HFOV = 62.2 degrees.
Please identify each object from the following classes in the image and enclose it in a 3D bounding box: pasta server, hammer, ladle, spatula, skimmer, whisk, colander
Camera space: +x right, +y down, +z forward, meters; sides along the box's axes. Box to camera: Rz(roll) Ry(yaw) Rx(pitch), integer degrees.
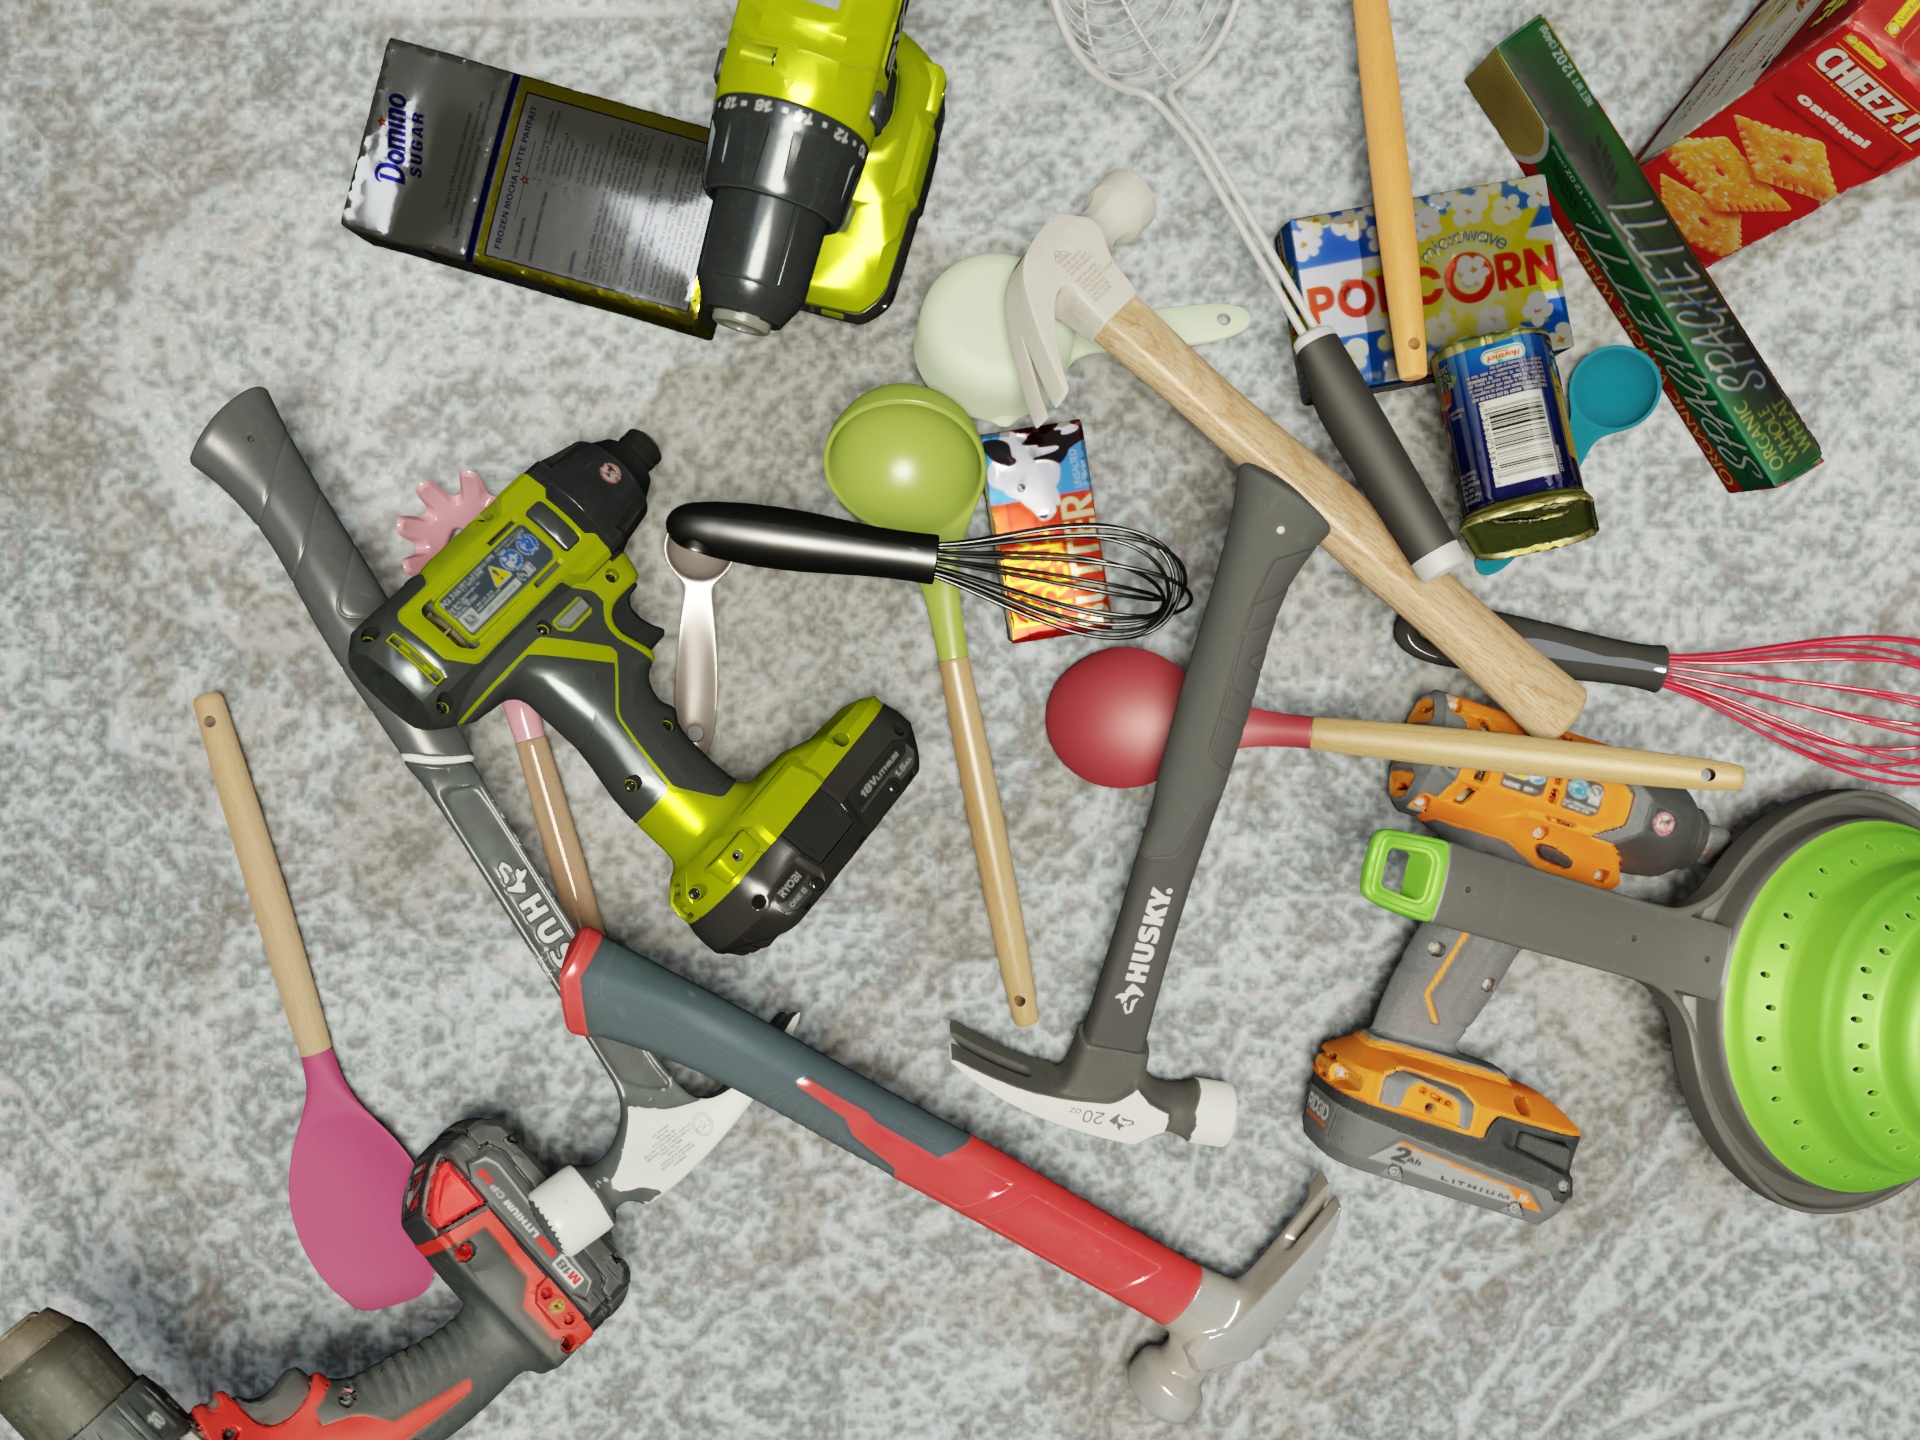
[{"bbox_3d":[-0.204,0.036,0.776,0.060,0.040,0.316,-15,94,-5],"label":"pasta server"},{"bbox_3d":[-0.224,0.032,0.731,0.149,0.036,0.409,-32,95,-27],"label":"hammer"},{"bbox_3d":[-0.001,-0.002,0.769,0.078,0.062,0.320,-10,96,16],"label":"ladle"},{"bbox_3d":[0.192,-0.317,0.745,0.081,0.041,0.322,-6,88,0],"label":"spatula"},{"bbox_3d":[0.144,-0.235,0.703,0.127,0.090,0.363,-23,81,-31],"label":"skimmer"},{"bbox_3d":[0.155,-0.108,0.730,0.331,0.031,0.130,42,61,-1],"label":"hammer"},{"bbox_3d":[0.189,0.010,0.734,0.315,0.031,0.069,6,89,17],"label":"ladle"},{"bbox_3d":[-0.006,0.190,0.740,0.386,0.038,0.143,33,101,-14],"label":"hammer"},{"bbox_3d":[-0.013,-0.073,0.714,0.239,0.055,0.055,7,93,-4],"label":"whisk"},{"bbox_3d":[0.094,0.046,0.728,0.146,0.035,0.334,11,111,-6],"label":"hammer"},{"bbox_3d":[0.363,0.113,0.701,0.397,0.094,0.204,16,85,-18],"label":"colander"},{"bbox_3d":[0.359,-0.021,0.772,0.296,0.073,0.073,10,93,5],"label":"whisk"}]

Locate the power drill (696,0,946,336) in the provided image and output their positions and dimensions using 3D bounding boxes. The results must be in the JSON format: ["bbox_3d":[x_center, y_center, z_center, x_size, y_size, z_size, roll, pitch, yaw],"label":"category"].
[{"bbox_3d":[-0.058,-0.242,0.667,0.080,0.228,0.190,15,93,-1],"label":"power drill"}]

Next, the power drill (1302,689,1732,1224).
[{"bbox_3d":[0.269,0.115,0.765,0.164,0.084,0.226,17,89,-1],"label":"power drill"}]

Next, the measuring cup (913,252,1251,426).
[{"bbox_3d":[0.061,-0.191,0.761,0.167,0.038,0.083,-7,77,-5],"label":"measuring cup"}]

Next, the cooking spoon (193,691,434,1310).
[{"bbox_3d":[-0.327,0.140,0.790,0.069,0.017,0.319,-16,94,-1],"label":"cooking spoon"}]

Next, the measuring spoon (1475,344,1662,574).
[{"bbox_3d":[0.296,-0.126,0.787,0.042,0.021,0.128,37,101,15],"label":"measuring spoon"}]

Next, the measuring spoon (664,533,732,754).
[{"bbox_3d":[-0.130,-0.041,0.787,0.034,0.018,0.124,2,100,-8],"label":"measuring spoon"}]

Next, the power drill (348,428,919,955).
[{"bbox_3d":[-0.135,-0.016,0.727,0.223,0.080,0.171,43,63,-9],"label":"power drill"}]

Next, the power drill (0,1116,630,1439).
[{"bbox_3d":[-0.284,0.279,0.708,0.188,0.080,0.227,49,55,-3],"label":"power drill"}]
